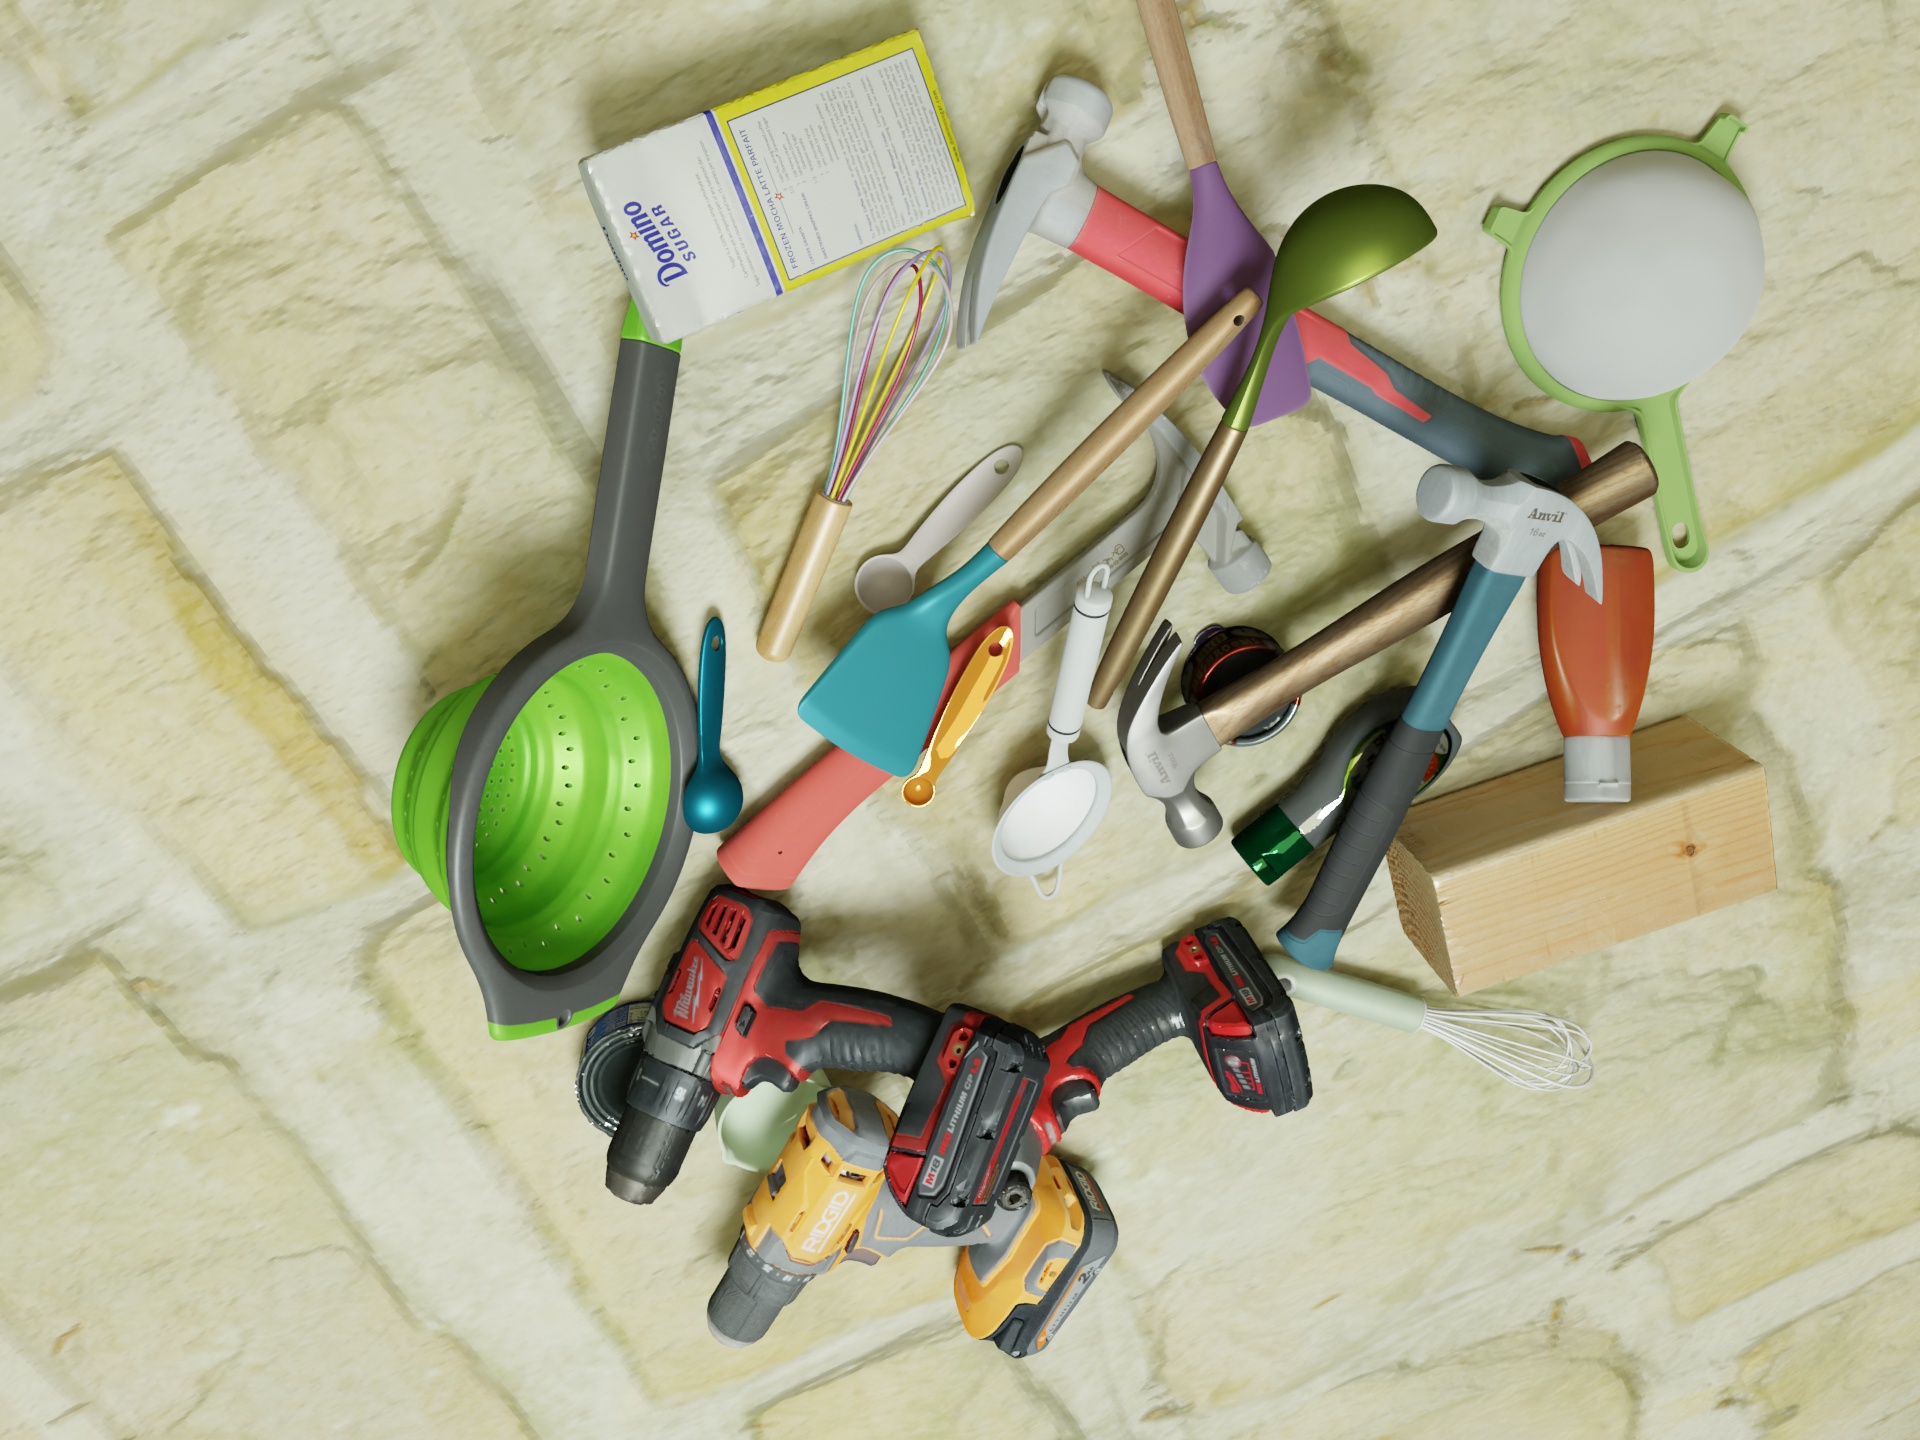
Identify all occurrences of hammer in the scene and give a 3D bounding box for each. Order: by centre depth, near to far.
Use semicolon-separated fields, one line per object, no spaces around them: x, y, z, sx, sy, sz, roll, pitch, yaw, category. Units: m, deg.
0.185;-0.186;0.858;0.386;0.038;0.143;24;88;-19;hammer
0.236;-0.058;0.892;0.331;0.031;0.130;-31;121;5;hammer
0.255;0.012;0.902;0.128;0.033;0.330;4;123;-23;hammer
-0.002;-0.032;0.908;0.359;0.037;0.149;-39;112;7;hammer

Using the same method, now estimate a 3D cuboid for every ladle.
0.140;-0.123;0.812;0.062;0.078;0.320;29;126;7;ladle

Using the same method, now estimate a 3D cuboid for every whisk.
-0.062;-0.139;0.851;0.051;0.047;0.245;15;113;-23;whisk
0.305;0.194;1.041;0.246;0.059;0.057;18;125;-10;whisk

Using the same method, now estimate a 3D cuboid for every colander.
-0.218;-0.038;0.841;0.094;0.204;0.397;11;95;23;colander

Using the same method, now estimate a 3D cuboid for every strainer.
0.396;-0.193;0.885;0.151;0.069;0.256;-22;112;0;strainer
0.057;0.007;0.891;0.087;0.050;0.258;-22;145;-26;strainer

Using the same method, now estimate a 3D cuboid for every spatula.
0.111;-0.300;0.790;0.060;0.018;0.315;-21;104;-9;spatula
0.041;-0.100;0.829;0.082;0.044;0.317;33;113;-31;spatula

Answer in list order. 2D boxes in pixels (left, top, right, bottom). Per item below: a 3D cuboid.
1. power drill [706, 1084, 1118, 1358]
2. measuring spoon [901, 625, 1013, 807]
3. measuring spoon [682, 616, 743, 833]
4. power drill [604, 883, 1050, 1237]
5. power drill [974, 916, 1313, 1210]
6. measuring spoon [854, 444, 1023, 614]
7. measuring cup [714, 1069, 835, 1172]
-0.036;0.338;1.010;0.226;0.084;0.185;23;107;-27;power drill
-0.001;-0.003;0.896;0.021;0.011;0.117;25;101;-16;measuring spoon
-0.135;0.005;0.898;0.021;0.042;0.128;15;110;31;measuring spoon
-0.084;0.213;0.896;0.227;0.080;0.188;20;80;20;power drill
0.091;0.212;0.963;0.219;0.143;0.078;-19;119;-3;power drill
-0.010;-0.107;0.890;0.124;0.018;0.034;-45;84;4;measuring spoon
-0.095;0.272;1.019;0.083;0.038;0.167;-34;124;2;measuring cup
